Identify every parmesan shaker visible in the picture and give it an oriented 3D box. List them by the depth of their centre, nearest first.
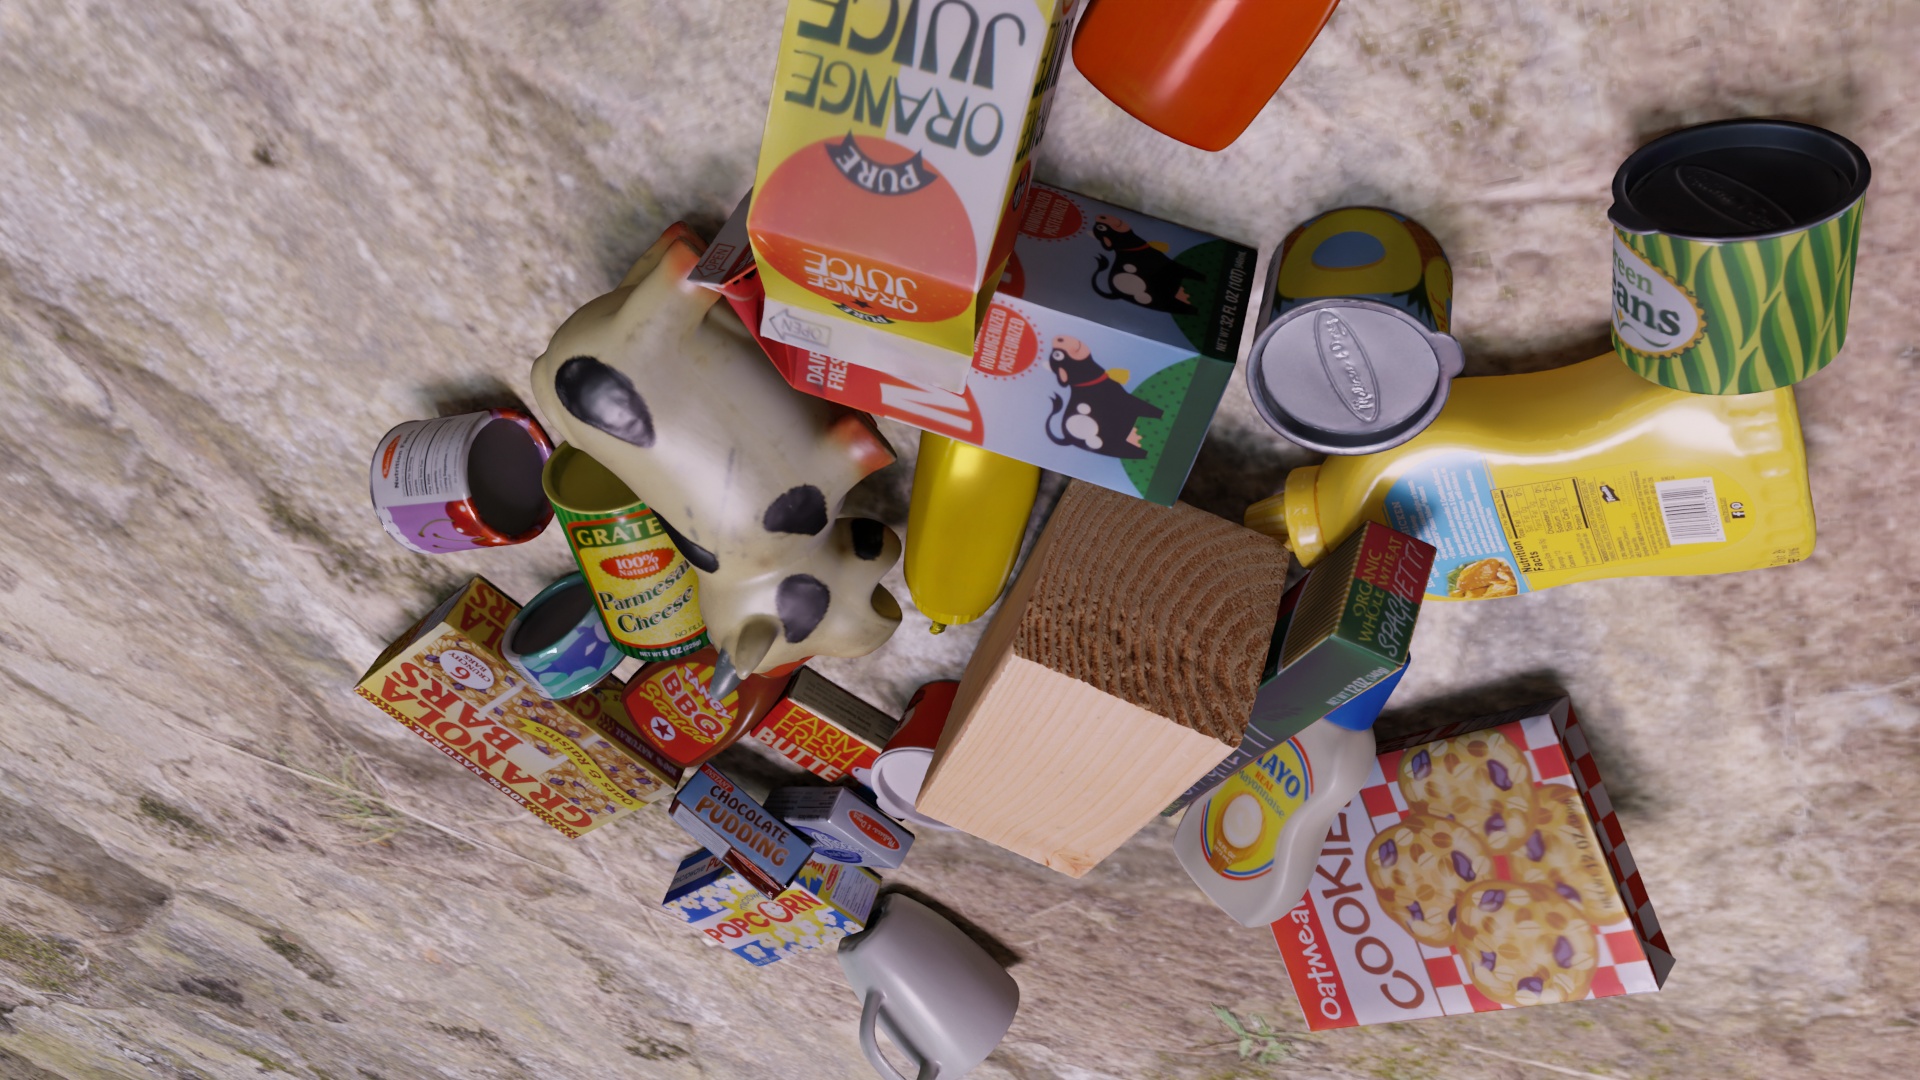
[{"bbox_3d":[-0.148,0.000,0.661,0.071,0.072,0.102,6,136,16],"label":"parmesan shaker"}]

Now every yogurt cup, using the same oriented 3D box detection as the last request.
[{"bbox_3d":[-0.007,0.111,0.724,0.072,0.054,0.072,11,136,11],"label":"yogurt cup"}]

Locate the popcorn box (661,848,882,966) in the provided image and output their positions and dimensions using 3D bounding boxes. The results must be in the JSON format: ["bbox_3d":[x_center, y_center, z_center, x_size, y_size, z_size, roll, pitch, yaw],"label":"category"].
[{"bbox_3d":[-0.124,0.229,0.901,0.085,0.038,0.126,40,134,-19],"label":"popcorn box"}]

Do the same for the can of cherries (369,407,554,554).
[{"bbox_3d":[-0.235,-0.028,0.667,0.058,0.072,0.071,-6,131,25],"label":"can of cherries"}]

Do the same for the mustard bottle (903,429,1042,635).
[{"bbox_3d":[0.002,-0.007,0.597,0.049,0.065,0.159,3,142,-7],"label":"mustard bottle"}]

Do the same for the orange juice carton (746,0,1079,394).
[{"bbox_3d":[-0.009,-0.140,0.408,0.072,0.073,0.191,17,114,4],"label":"orange juice carton"}]

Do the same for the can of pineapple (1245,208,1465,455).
[{"bbox_3d":[0.137,-0.072,0.480,0.071,0.058,0.070,11,137,11],"label":"can of pineapple"}]

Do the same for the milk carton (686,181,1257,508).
[{"bbox_3d":[0.003,-0.087,0.507,0.191,0.073,0.073,18,137,3],"label":"milk carton"}]

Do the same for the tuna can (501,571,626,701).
[{"bbox_3d":[-0.203,0.048,0.731,0.071,0.071,0.032,-11,128,30],"label":"tuna can"}]

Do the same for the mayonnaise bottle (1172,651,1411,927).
[{"bbox_3d":[0.152,0.103,0.630,0.065,0.041,0.147,45,123,38],"label":"mayonnaise bottle"}]

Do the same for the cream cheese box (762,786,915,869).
[{"bbox_3d":[-0.075,0.166,0.807,0.053,0.024,0.103,40,153,-19],"label":"cream cheese box"}]

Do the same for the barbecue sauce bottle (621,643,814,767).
[{"bbox_3d":[-0.120,0.069,0.733,0.065,0.044,0.148,49,132,-6],"label":"barbecue sauce bottle"}]

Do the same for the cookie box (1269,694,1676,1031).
[{"bbox_3d":[0.219,0.153,0.643,0.167,0.040,0.123,-24,83,38],"label":"cookie box"}]

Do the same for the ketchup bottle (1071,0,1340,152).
[{"bbox_3d":[0.093,-0.184,0.395,0.065,0.044,0.148,29,137,-9],"label":"ketchup bottle"}]

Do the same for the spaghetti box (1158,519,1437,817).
[{"bbox_3d":[0.121,0.065,0.582,0.029,0.050,0.249,26,154,0],"label":"spaghetti box"}]

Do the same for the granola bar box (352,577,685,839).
[{"bbox_3d":[-0.258,0.104,0.828,0.165,0.039,0.123,42,133,-21],"label":"granola bar box"}]

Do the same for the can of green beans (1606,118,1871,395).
[{"bbox_3d":[0.234,-0.086,0.423,0.071,0.071,0.057,-1,133,22],"label":"can of green beans"}]

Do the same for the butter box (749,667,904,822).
[{"bbox_3d":[-0.060,0.114,0.771,0.103,0.024,0.053,32,136,-12],"label":"butter box"}]

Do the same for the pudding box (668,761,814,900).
[{"bbox_3d":[-0.129,0.171,0.812,0.084,0.030,0.049,40,151,2],"label":"pudding box"}]
